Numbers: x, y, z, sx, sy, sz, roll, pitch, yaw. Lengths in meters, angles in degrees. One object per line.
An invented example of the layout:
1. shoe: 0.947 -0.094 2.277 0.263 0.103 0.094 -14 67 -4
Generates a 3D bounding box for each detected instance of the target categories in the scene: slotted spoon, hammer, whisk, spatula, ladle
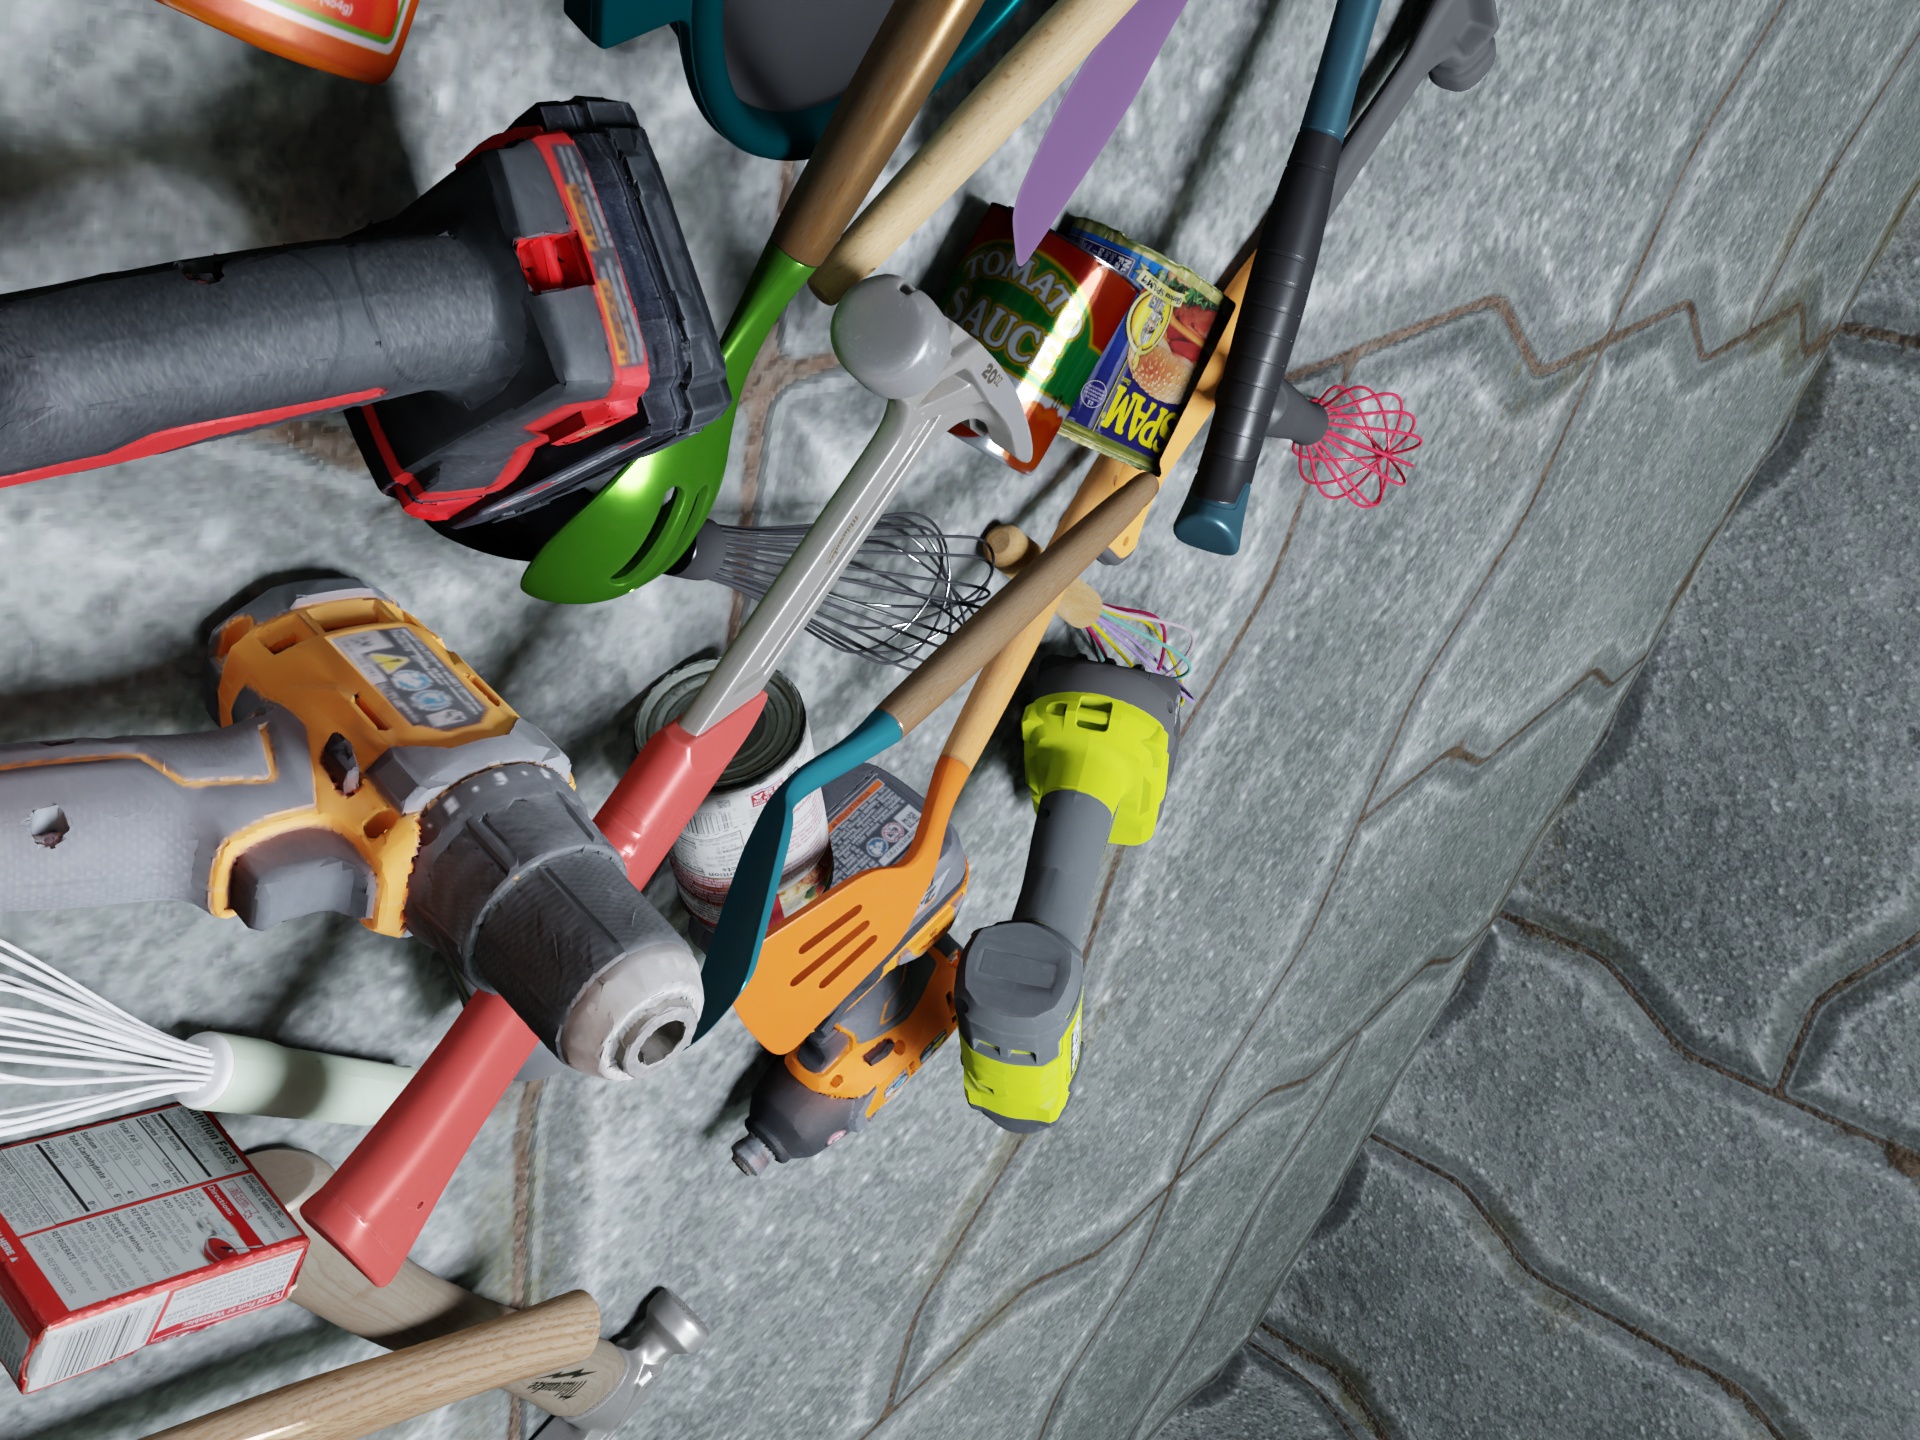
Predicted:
1. slotted spoon: -0.031 -0.144 0.415 0.313 0.031 0.070 -53 174 26
2. hammer: 0.148 -0.232 0.671 0.128 0.033 0.331 -19 125 -72
3. whisk: -0.075 -0.059 0.580 0.284 0.070 0.070 6 115 -55
4. spatula: -0.005 -0.005 0.610 0.317 0.044 0.082 -44 179 -33
5. hammer: -0.275 0.268 0.591 0.331 0.031 0.130 1 126 -50
6. ladle: 0.061 -0.243 0.490 0.315 0.031 0.069 -49 -173 -8
7. hammer: -0.098 0.028 0.522 0.359 0.037 0.149 -55 167 3
8. hammer: -0.235 0.287 0.727 0.146 0.038 0.410 -45 151 -16
9. whisk: 0.071 -0.055 0.839 0.244 0.051 0.047 28 73 -59
10. spatula: -0.001 -0.002 0.693 0.323 0.041 0.080 -62 154 -28
11. whisk: -0.247 0.109 0.504 0.058 0.059 0.246 -19 158 10
12. spatula: 0.097 -0.298 0.572 0.316 0.018 0.059 -59 168 -12
13. hammer: 0.153 -0.225 0.776 0.337 0.034 0.127 -56 155 3
14. whisk: 0.192 -0.158 0.855 0.295 0.073 0.073 -6 126 -62

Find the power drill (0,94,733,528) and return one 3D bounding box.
1. power drill: -0.171 -0.069 0.336 0.219 0.143 0.078 -25 99 -45

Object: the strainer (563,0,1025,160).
1. strainer: -0.006 -0.262 0.440 0.211 0.095 0.340 -51 176 18

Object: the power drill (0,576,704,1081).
1. power drill: -0.188 0.044 0.372 0.226 0.185 0.084 -16 136 -46

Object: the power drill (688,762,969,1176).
1. power drill: -0.063 0.137 0.789 0.164 0.084 0.226 -43 155 -22

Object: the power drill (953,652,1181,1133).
1. power drill: 0.052 0.093 0.821 0.171 0.080 0.223 85 20 -55
